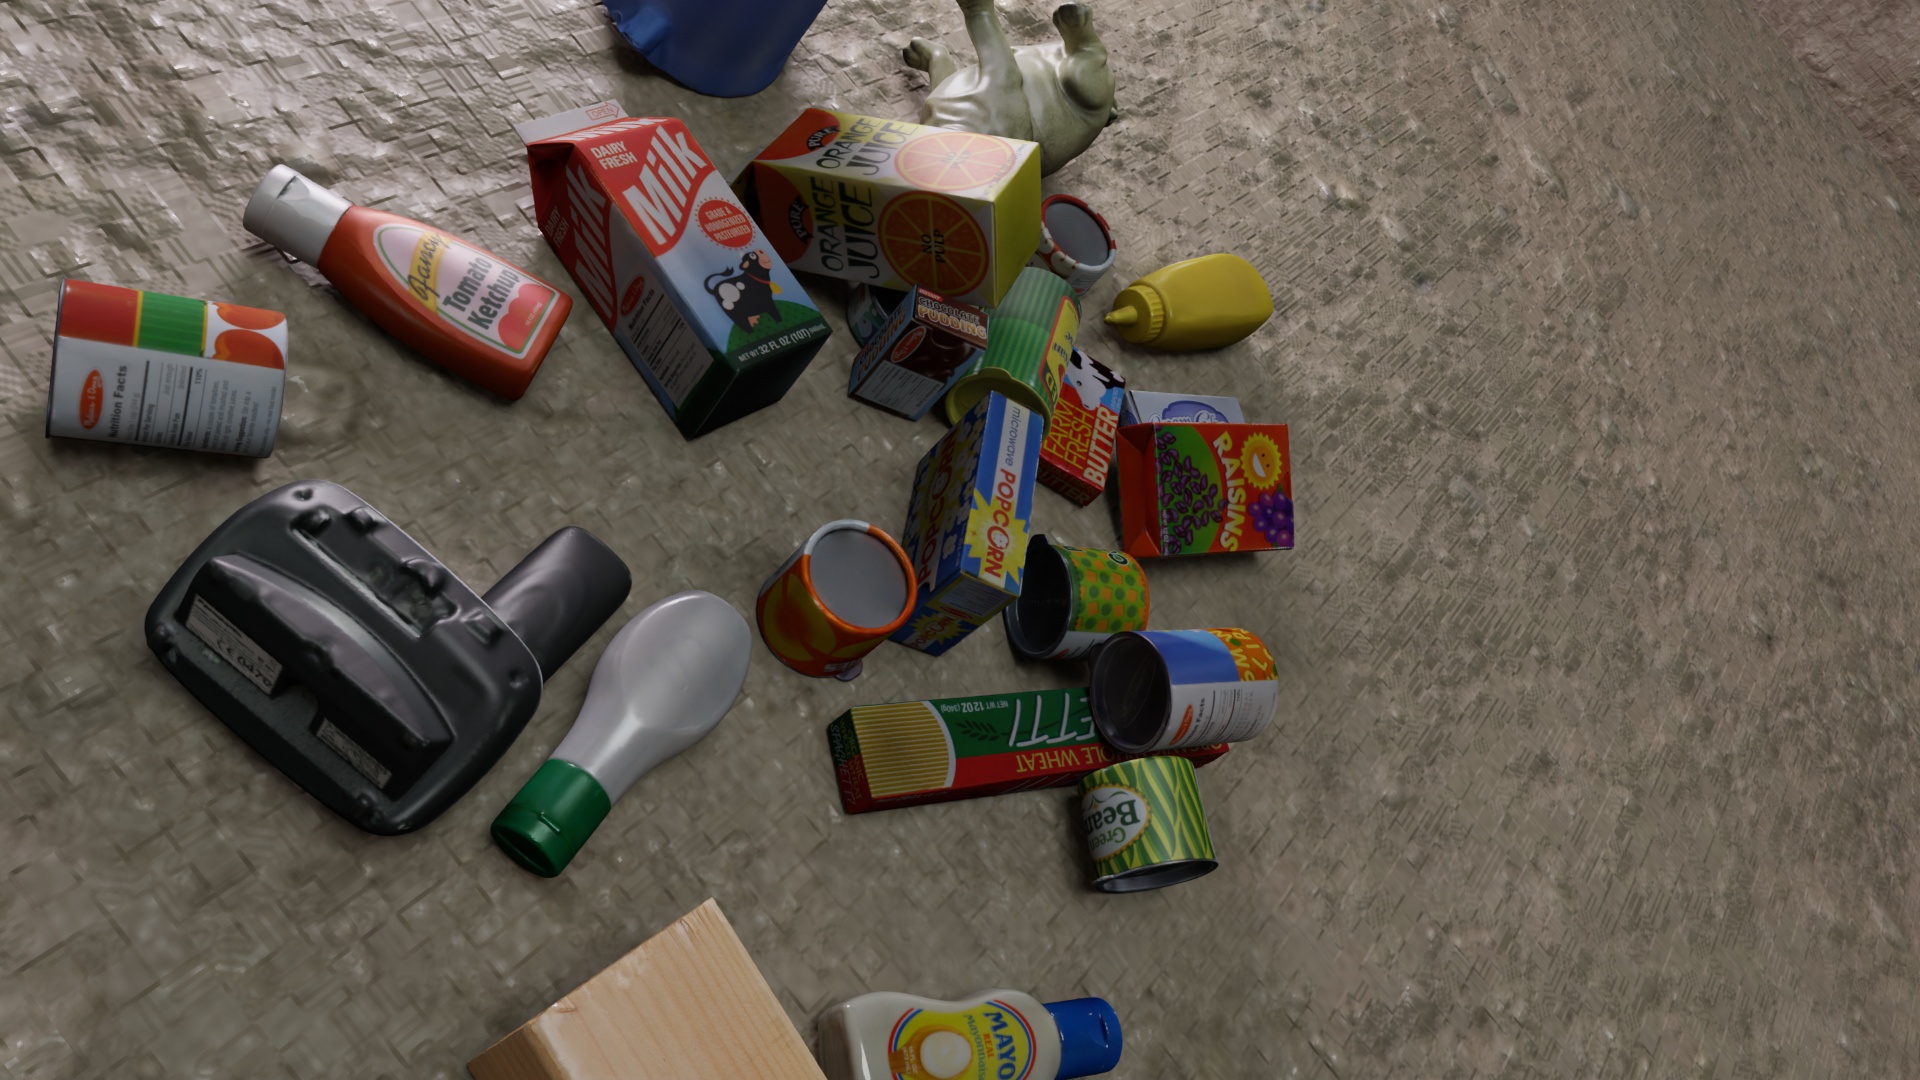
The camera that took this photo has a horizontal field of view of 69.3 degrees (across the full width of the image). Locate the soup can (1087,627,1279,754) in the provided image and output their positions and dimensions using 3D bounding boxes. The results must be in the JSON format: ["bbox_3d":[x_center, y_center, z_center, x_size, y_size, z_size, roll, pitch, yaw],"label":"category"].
[{"bbox_3d":[0.123,0.080,0.772,0.084,0.071,0.071,1,64,-35],"label":"soup can"}]

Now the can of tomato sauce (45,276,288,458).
[{"bbox_3d":[-0.337,-0.073,0.591,0.083,0.071,0.071,6,61,-33],"label":"can of tomato sauce"}]

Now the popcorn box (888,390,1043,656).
[{"bbox_3d":[0.003,-0.010,0.770,0.038,0.085,0.127,26,52,-21],"label":"popcorn box"}]

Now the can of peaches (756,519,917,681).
[{"bbox_3d":[-0.062,0.032,0.719,0.071,0.057,0.071,17,55,-25],"label":"can of peaches"}]

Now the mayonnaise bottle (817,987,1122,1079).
[{"bbox_3d":[0.008,0.241,0.653,0.148,0.041,0.065,4,60,-32],"label":"mayonnaise bottle"}]

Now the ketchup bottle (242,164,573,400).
[{"bbox_3d":[-0.271,-0.129,0.684,0.149,0.043,0.065,29,51,-17],"label":"ketchup bottle"}]

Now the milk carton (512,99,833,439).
[{"bbox_3d":[-0.162,-0.159,0.755,0.073,0.073,0.190,-32,84,-42],"label":"milk carton"}]

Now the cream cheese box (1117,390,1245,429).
[{"bbox_3d":[0.155,-0.073,0.951,0.104,0.024,0.053,0,64,-34],"label":"cream cheese box"}]

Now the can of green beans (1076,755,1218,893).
[{"bbox_3d":[0.100,0.154,0.751,0.071,0.071,0.058,6,60,-32],"label":"can of green beans"}]

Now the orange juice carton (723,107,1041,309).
[{"bbox_3d":[-0.054,-0.202,0.822,0.193,0.072,0.072,15,47,18],"label":"orange juice carton"}]

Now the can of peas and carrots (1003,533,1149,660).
[{"bbox_3d":[0.066,0.034,0.799,0.059,0.070,0.071,6,61,-33],"label":"can of peas and carrots"}]

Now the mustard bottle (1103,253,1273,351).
[{"bbox_3d":[0.155,-0.166,0.991,0.161,0.048,0.065,-14,72,-38],"label":"mustard bottle"}]

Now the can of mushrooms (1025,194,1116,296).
[{"bbox_3d":[0.073,-0.208,0.971,0.071,0.033,0.071,16,56,-26],"label":"can of mushrooms"}]

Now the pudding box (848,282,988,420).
[{"bbox_3d":[-0.025,-0.108,0.811,0.049,0.083,0.030,20,54,-23],"label":"pudding box"}]

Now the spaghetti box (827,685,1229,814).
[{"bbox_3d":[0.046,0.110,0.766,0.251,0.028,0.050,0,64,-34],"label":"spaghetti box"}]

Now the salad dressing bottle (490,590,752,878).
[{"bbox_3d":[-0.153,0.086,0.636,0.064,0.043,0.148,43,49,-8],"label":"salad dressing bottle"}]

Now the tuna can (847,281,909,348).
[{"bbox_3d":[-0.032,-0.140,0.858,0.071,0.032,0.071,17,56,-26],"label":"tuna can"}]

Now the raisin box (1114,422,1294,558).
[{"bbox_3d":[0.161,-0.034,0.903,0.124,0.040,0.086,-2,88,-35],"label":"raisin box"}]

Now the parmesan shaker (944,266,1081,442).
[{"bbox_3d":[0.035,-0.116,0.864,0.071,0.071,0.103,31,51,-16],"label":"parmesan shaker"}]

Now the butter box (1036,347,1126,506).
[{"bbox_3d":[0.073,-0.076,0.898,0.053,0.024,0.104,28,51,-17],"label":"butter box"}]
